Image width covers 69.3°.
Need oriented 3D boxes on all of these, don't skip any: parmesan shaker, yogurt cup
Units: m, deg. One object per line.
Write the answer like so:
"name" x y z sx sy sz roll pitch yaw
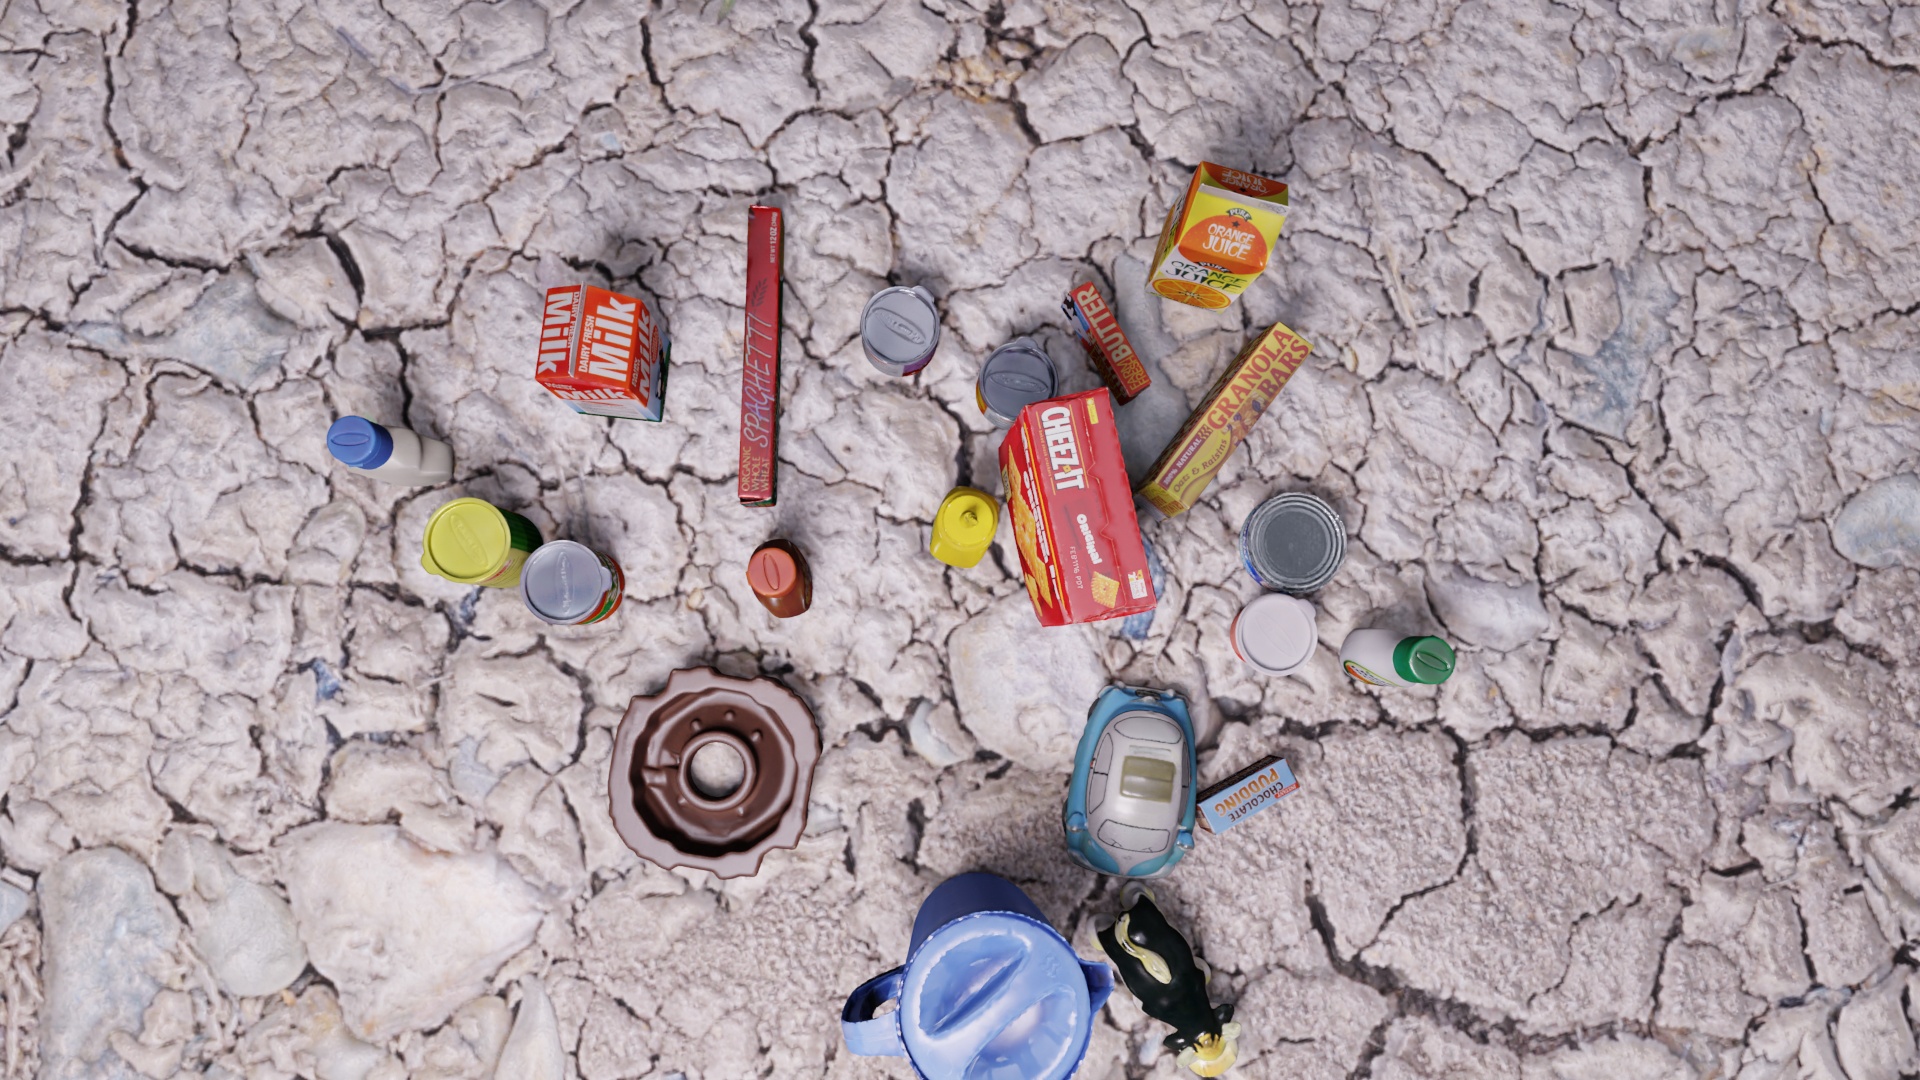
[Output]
"parmesan shaker" -0.382 0.005 1.112 0.071 0.103 0.071 0 86 -3
"yogurt cup" 0.258 0.079 1.162 0.072 0.054 0.072 0 85 -3

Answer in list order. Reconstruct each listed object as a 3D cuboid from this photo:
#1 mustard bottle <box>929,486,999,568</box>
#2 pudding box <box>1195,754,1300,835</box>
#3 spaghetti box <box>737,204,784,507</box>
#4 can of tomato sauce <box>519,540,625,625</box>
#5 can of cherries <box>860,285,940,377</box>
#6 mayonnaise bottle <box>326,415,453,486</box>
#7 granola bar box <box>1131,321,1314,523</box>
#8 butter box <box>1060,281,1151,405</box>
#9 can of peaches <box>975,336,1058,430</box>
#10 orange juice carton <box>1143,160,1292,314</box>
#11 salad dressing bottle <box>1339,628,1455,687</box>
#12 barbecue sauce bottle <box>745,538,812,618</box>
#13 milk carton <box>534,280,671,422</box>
"mustard bottle" 0.004 -0.014 1.104 0.049 0.160 0.065 18 85 -1
"pudding box" 0.234 0.211 1.152 0.084 0.049 0.030 -27 87 -5
"spaghetti box" -0.166 -0.152 1.163 0.029 0.050 0.250 1 85 -3
"can of tomato sauce" -0.310 0.035 1.123 0.071 0.083 0.071 0 85 -3
"can of cherries" -0.049 -0.176 1.166 0.071 0.058 0.071 0 85 -3
"mayonnaise bottle" -0.450 -0.070 1.092 0.065 0.148 0.041 -3 86 -3
"granola bar box" 0.209 -0.095 1.139 0.039 0.124 0.165 38 85 1
"butter box" 0.123 -0.166 1.177 0.024 0.053 0.103 -30 87 -5
"can of peaches" 0.047 -0.131 1.167 0.071 0.058 0.071 0 85 -3
"orange juice carton" 0.207 -0.246 1.118 0.072 0.192 0.073 16 85 -1
"salad dressing bottle" 0.352 0.095 1.118 0.064 0.147 0.044 26 85 -1
"barbecue sauce bottle" -0.144 0.029 1.099 0.044 0.148 0.065 -14 86 -4
"milk carton" -0.280 -0.145 1.086 0.073 0.190 0.072 6 85 -2
